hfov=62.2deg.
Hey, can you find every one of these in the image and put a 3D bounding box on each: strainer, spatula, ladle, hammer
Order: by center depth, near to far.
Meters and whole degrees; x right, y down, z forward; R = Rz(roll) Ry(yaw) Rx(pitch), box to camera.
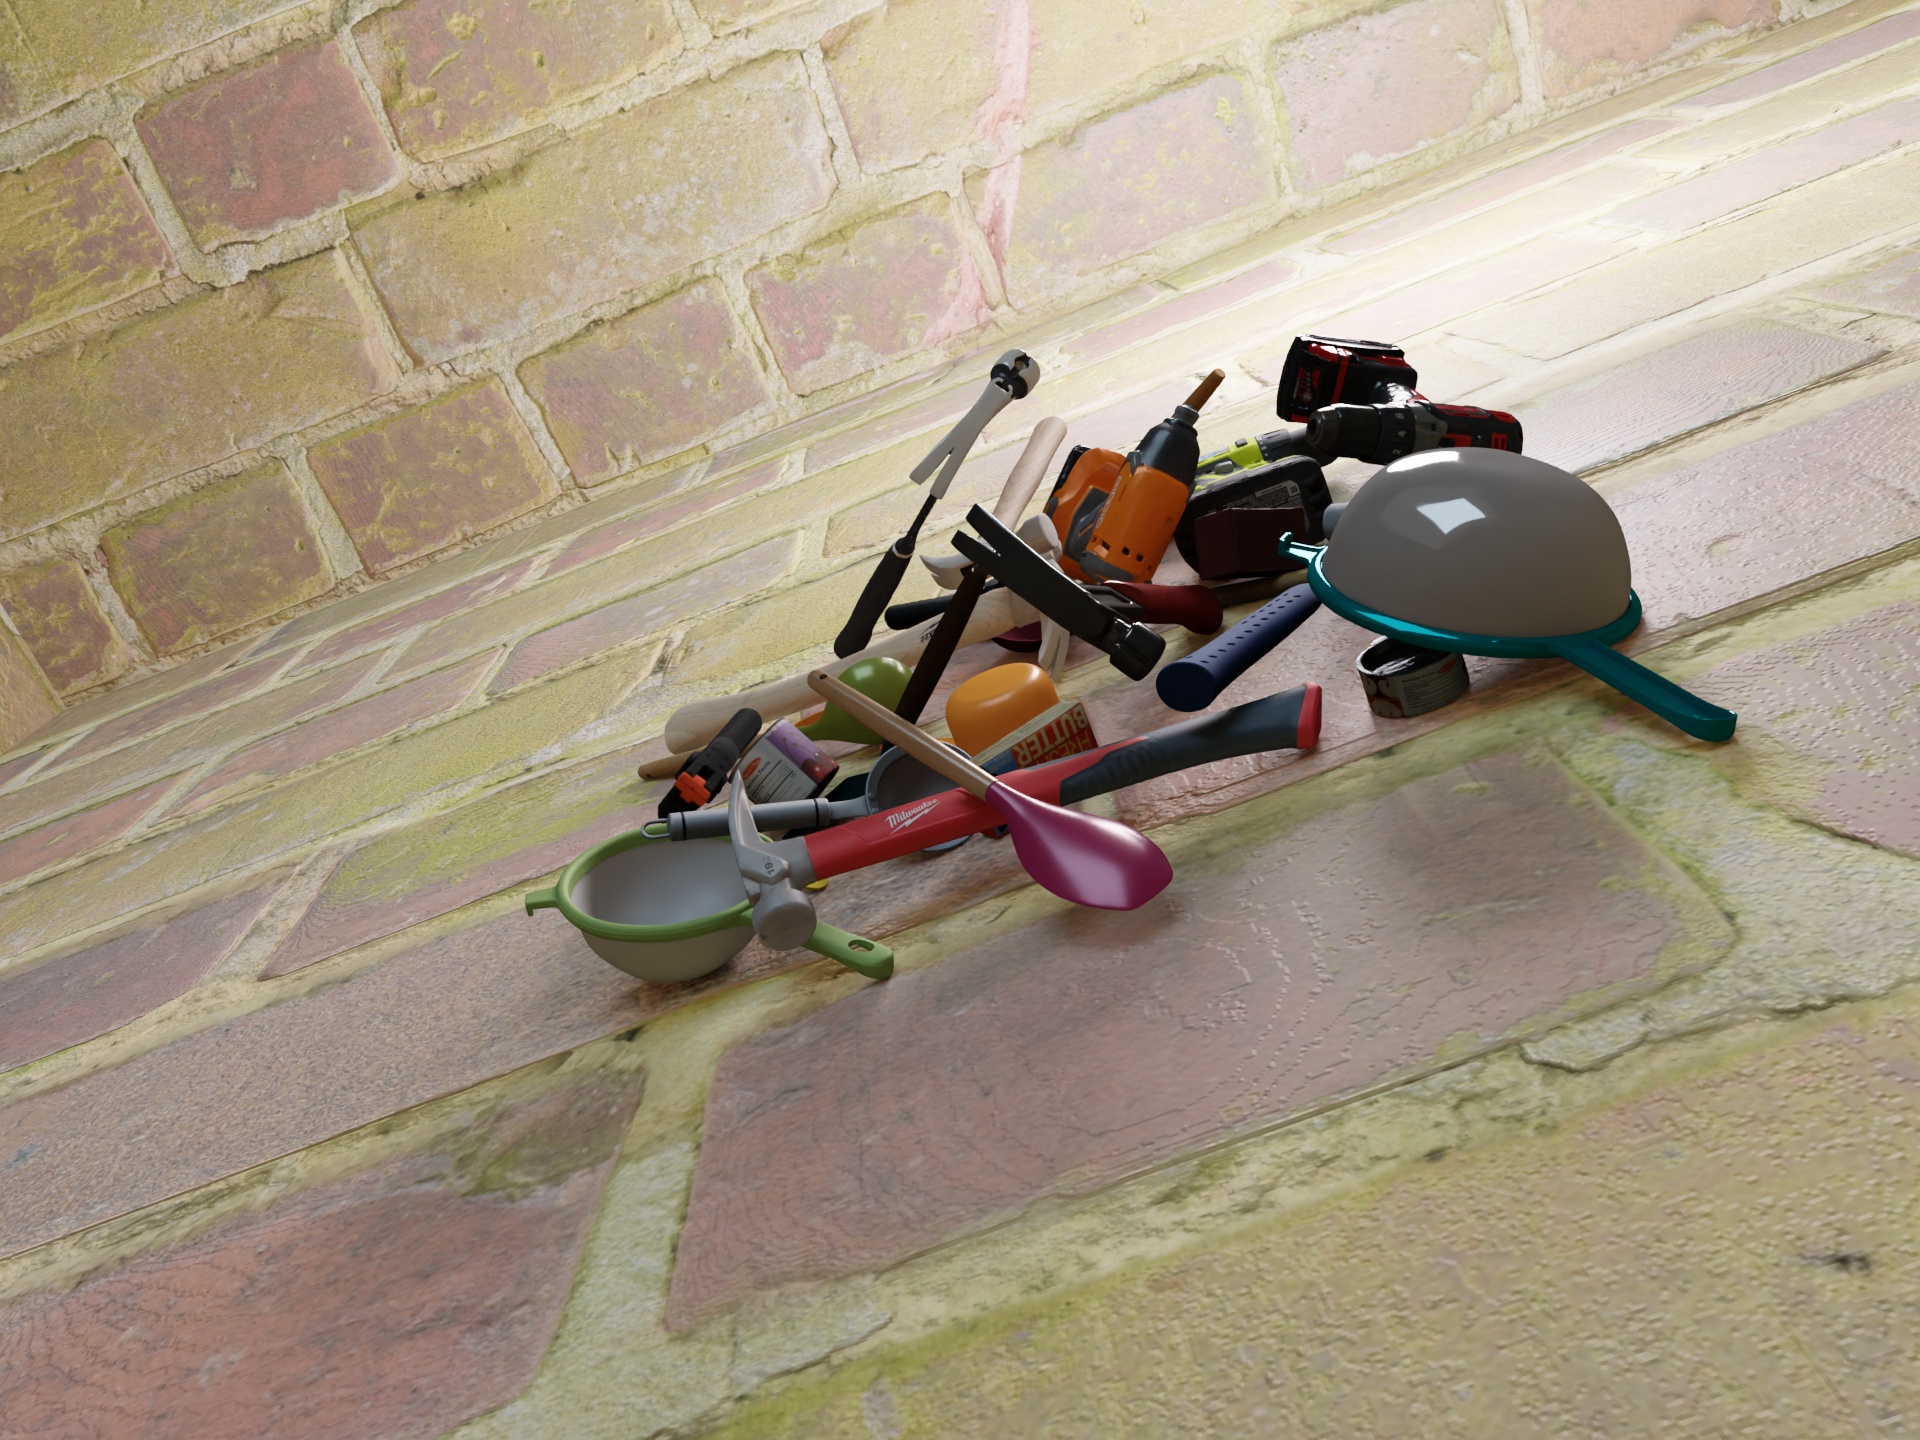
[{"bbox_3d":[0.354,-0.097,0.971,0.211,0.095,0.341,-7,26,-16],"label":"strainer"},{"bbox_3d":[0.045,0.035,1.016,0.386,0.038,0.143,-16,39,-7],"label":"hammer"},{"bbox_3d":[-0.145,0.140,1.029,0.256,0.069,0.151,15,29,33],"label":"strainer"},{"bbox_3d":[-0.088,0.061,1.086,0.258,0.087,0.050,-5,-29,-17],"label":"strainer"},{"bbox_3d":[-0.048,-0.008,1.119,0.082,0.044,0.317,-44,-11,-41],"label":"spatula"},{"bbox_3d":[0.117,-0.088,1.122,0.036,0.149,0.359,-56,-15,15],"label":"hammer"},{"bbox_3d":[0.259,-0.095,1.138,0.144,0.035,0.405,0,21,37],"label":"hammer"},{"bbox_3d":[0.167,-0.095,1.332,0.315,0.031,0.069,-10,20,26],"label":"ladle"},{"bbox_3d":[-0.167,0.009,1.377,0.320,0.078,0.062,-13,48,37],"label":"ladle"},{"bbox_3d":[-0.046,-0.156,1.397,0.149,0.036,0.408,-54,1,-32],"label":"hammer"},{"bbox_3d":[-0.092,-0.037,1.403,0.410,0.038,0.146,-20,49,24],"label":"hammer"},{"bbox_3d":[0.049,-0.202,1.420,0.130,0.031,0.331,-23,22,25],"label":"hammer"},{"bbox_3d":[0.155,-0.238,1.545,0.081,0.041,0.322,-41,-5,-42],"label":"spatula"}]

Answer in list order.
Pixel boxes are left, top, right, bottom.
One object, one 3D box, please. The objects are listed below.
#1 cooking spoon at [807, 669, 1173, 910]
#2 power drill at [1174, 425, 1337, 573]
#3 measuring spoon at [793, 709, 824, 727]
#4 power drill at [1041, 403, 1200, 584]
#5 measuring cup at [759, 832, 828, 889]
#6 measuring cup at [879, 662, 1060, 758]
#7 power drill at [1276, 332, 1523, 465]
[{"bbox_3d":[0.003,0.033,0.981,0.069,0.017,0.319,-33,43,-27],"label":"cooking spoon"},{"bbox_3d":[0.269,-0.211,1.451,0.190,0.080,0.229,-20,17,10],"label":"power drill"},{"bbox_3d":[-0.106,-0.005,1.371,0.117,0.021,0.011,-24,16,35],"label":"measuring spoon"},{"bbox_3d":[0.142,-0.196,1.404,0.164,0.084,0.226,-65,13,1],"label":"power drill"},{"bbox_3d":[-0.143,0.105,1.162,0.062,0.029,0.157,-34,35,-30],"label":"measuring cup"},{"bbox_3d":[-0.002,-0.004,1.235,0.174,0.052,0.095,-5,26,35],"label":"measuring cup"},{"bbox_3d":[0.355,-0.270,1.386,0.187,0.080,0.227,2,26,-17],"label":"power drill"}]
